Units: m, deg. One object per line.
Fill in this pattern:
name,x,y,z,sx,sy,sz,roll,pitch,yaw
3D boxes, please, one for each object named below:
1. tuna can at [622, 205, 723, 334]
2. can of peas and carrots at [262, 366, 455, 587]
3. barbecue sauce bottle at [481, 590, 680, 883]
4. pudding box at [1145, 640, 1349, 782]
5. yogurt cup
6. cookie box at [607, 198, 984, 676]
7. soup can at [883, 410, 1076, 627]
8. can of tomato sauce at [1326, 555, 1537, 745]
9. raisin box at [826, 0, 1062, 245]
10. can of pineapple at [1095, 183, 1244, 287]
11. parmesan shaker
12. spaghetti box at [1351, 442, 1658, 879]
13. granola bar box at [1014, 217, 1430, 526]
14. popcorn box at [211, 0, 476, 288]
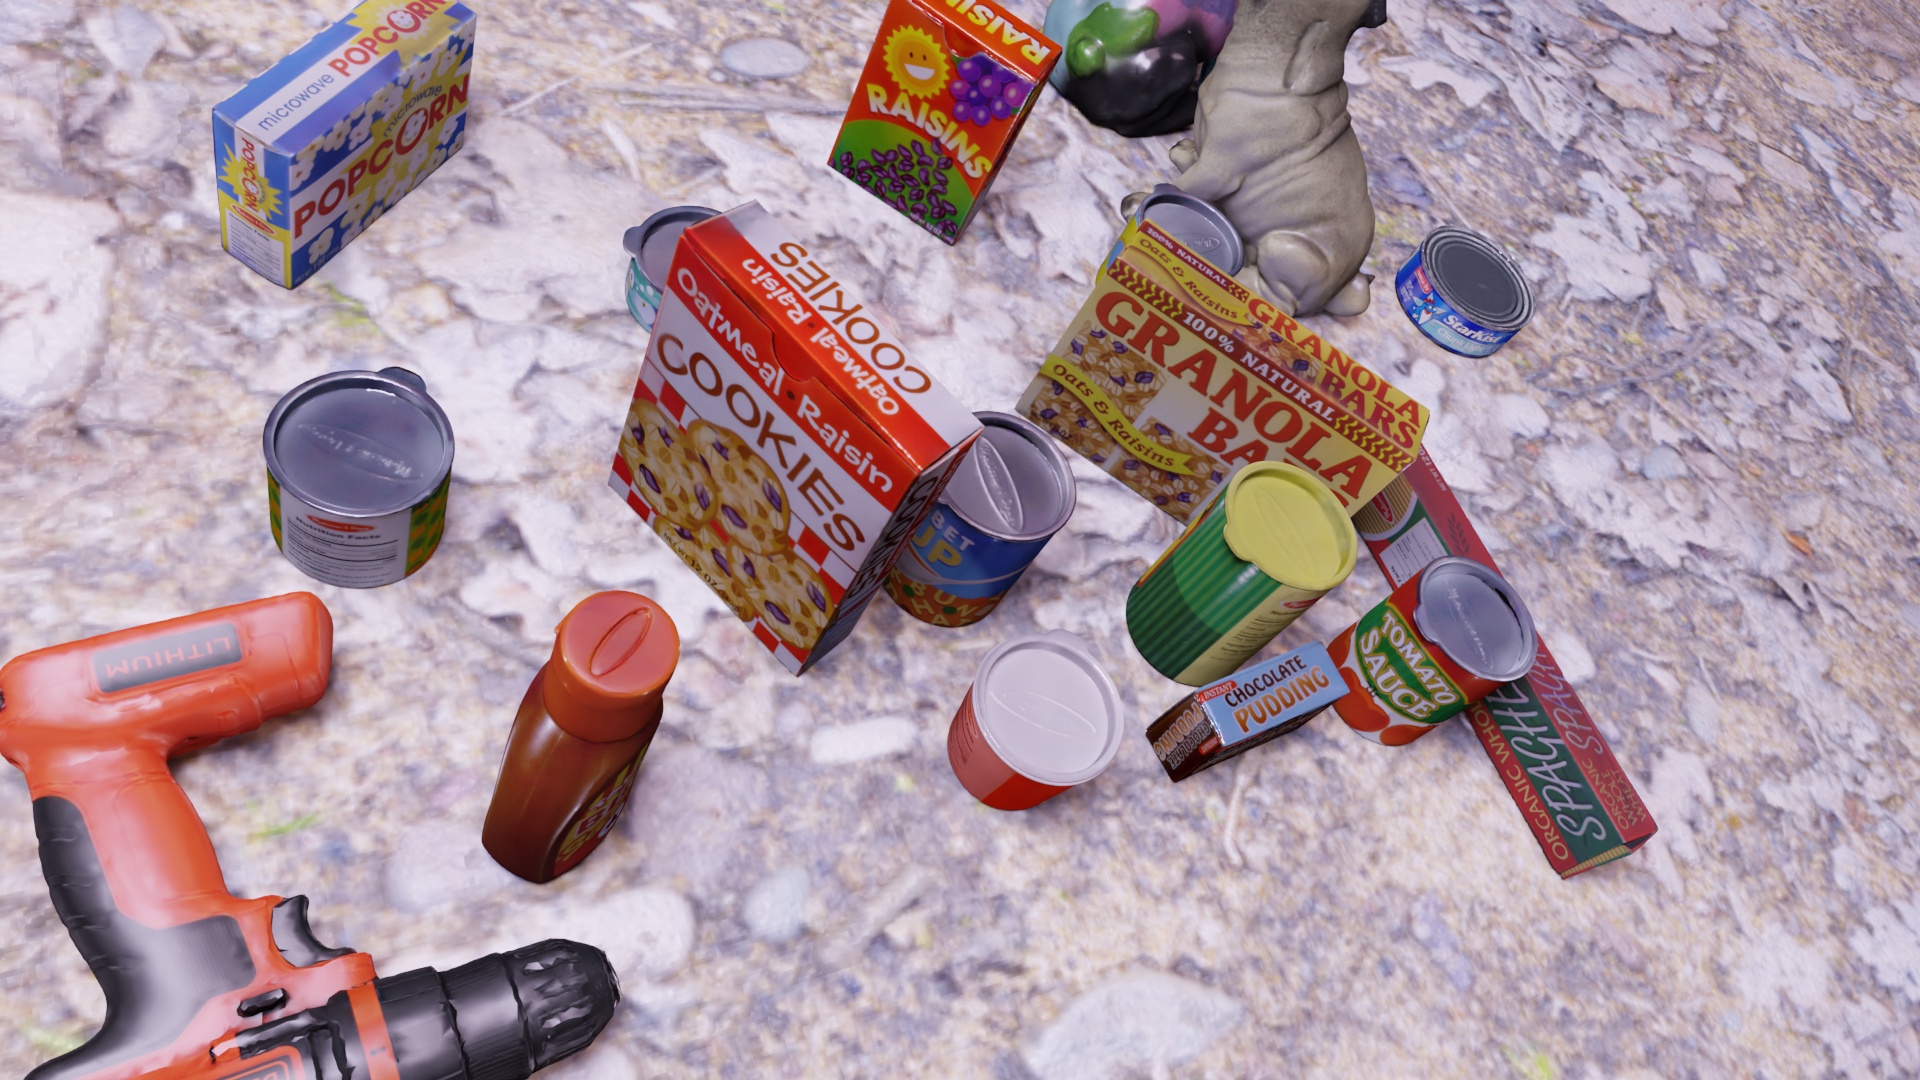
tuna can,-0.130,-0.127,0.671,0.071,0.032,0.071,12,56,-17
can of peas and carrots,-0.233,-0.025,0.542,0.071,0.058,0.071,12,56,-17
barbecue sauce bottle,-0.129,0.066,0.475,0.043,0.147,0.065,35,52,0
pudding box,0.134,0.079,0.647,0.084,0.049,0.030,-16,67,-31
yogurt cup,0.028,0.081,0.596,0.072,0.053,0.073,12,56,-17
cookie box,-0.074,-0.033,0.551,0.123,0.166,0.040,45,53,7
soup can,0.002,-0.008,0.622,0.071,0.083,0.071,12,56,-17
can of tomato sauce,0.227,0.056,0.682,0.071,0.082,0.071,12,56,-17
raisin box,-0.011,-0.227,0.731,0.086,0.122,0.040,34,52,-1
can of pineapple,0.117,-0.155,0.784,0.071,0.057,0.071,12,56,-17
parmesan shaker,0.126,0.018,0.649,0.071,0.102,0.071,12,56,-17
spaghetti box,0.271,0.052,0.726,0.029,0.050,0.251,-11,65,-30
granola bar box,0.125,-0.065,0.688,0.165,0.123,0.039,34,52,-1
popcorn box,-0.268,-0.181,0.610,0.038,0.084,0.127,31,52,-3
